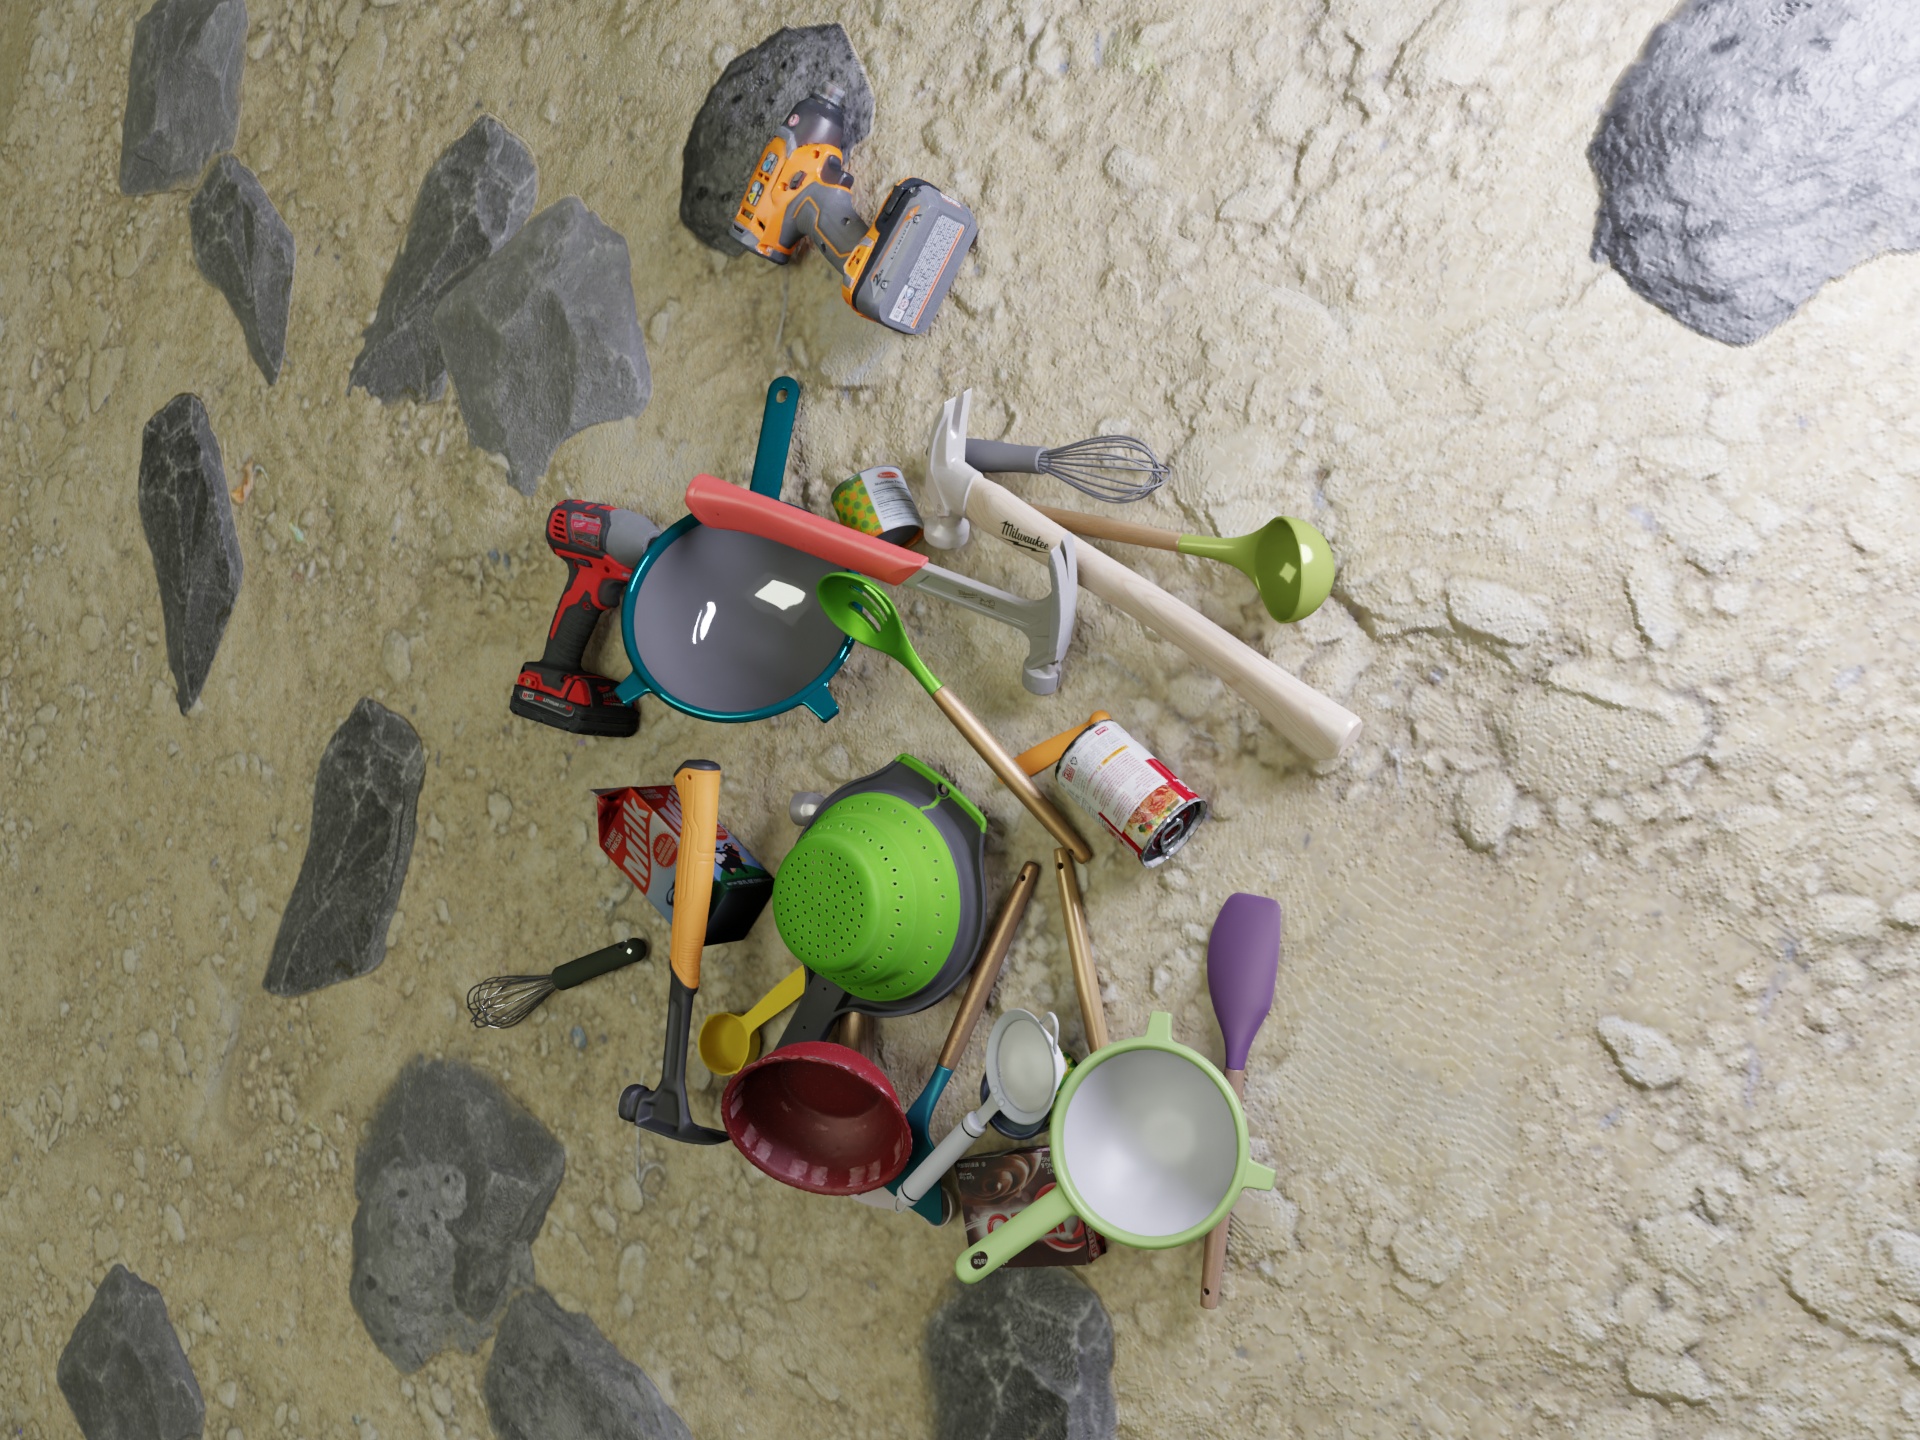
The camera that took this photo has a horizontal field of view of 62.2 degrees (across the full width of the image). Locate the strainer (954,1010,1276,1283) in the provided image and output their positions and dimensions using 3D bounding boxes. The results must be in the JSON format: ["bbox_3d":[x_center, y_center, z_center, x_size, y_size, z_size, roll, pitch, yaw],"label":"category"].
[{"bbox_3d":[0.106,0.347,1.201,0.256,0.069,0.152,-39,68,11],"label":"strainer"}]

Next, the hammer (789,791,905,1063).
[{"bbox_3d":[-0.089,0.227,1.391,0.130,0.031,0.331,-2,89,34],"label":"hammer"}]

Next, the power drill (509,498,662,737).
[{"bbox_3d":[-0.354,-0.100,1.548,0.143,0.078,0.219,15,94,32],"label":"power drill"}]

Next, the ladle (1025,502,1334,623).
[{"bbox_3d":[0.142,-0.139,1.230,0.320,0.062,0.078,17,116,35],"label":"ladle"}]

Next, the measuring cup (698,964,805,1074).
[{"bbox_3d":[-0.175,0.267,1.456,0.156,0.029,0.062,-40,68,14],"label":"measuring cup"}]

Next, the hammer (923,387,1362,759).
[{"bbox_3d":[0.130,-0.104,1.217,0.411,0.038,0.146,36,143,25],"label":"hammer"}]

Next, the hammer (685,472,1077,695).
[{"bbox_3d":[-0.072,-0.141,1.302,0.359,0.037,0.149,23,137,20],"label":"hammer"}]

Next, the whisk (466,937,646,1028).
[{"bbox_3d":[-0.407,0.262,1.597,0.246,0.058,0.059,-23,111,28],"label":"whisk"}]

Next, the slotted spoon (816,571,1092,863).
[{"bbox_3d":[-0.002,-0.004,1.290,0.314,0.031,0.070,48,142,4],"label":"slotted spoon"}]

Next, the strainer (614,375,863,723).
[{"bbox_3d":[-0.176,-0.142,1.424,0.211,0.095,0.341,4,68,8],"label":"strainer"}]

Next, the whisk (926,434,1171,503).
[{"bbox_3d":[0.064,-0.208,1.288,0.239,0.055,0.055,12,96,38],"label":"whisk"}]

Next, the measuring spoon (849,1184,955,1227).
[{"bbox_3d":[-0.050,0.412,1.375,0.124,0.018,0.034,-3,82,40],"label":"measuring spoon"}]

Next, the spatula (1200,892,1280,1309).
[{"bbox_3d":[0.203,0.288,1.204,0.060,0.018,0.316,6,92,38],"label":"spatula"}]

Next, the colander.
[{"bbox_3d":[-0.124,0.216,1.337,0.205,0.094,0.397,38,110,28],"label":"colander"}]

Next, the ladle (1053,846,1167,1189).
[{"bbox_3d":[0.111,0.255,1.262,0.069,0.031,0.315,-16,78,26],"label":"ladle"}]

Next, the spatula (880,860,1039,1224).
[{"bbox_3d":[0.003,0.264,1.326,0.082,0.044,0.317,26,96,35],"label":"spatula"}]

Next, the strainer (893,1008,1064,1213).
[{"bbox_3d":[0.016,0.310,1.244,0.258,0.050,0.087,-52,48,28],"label":"strainer"}]

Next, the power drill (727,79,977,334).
[{"bbox_3d":[-0.094,-0.448,1.378,0.227,0.084,0.164,39,109,32],"label":"power drill"}]

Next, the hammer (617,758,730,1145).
[{"bbox_3d":[-0.236,0.203,1.401,0.127,0.034,0.337,8,94,33],"label":"hammer"}]

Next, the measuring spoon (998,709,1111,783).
[{"bbox_3d":[0.074,0.023,1.297,0.117,0.011,0.021,-31,73,29],"label":"measuring spoon"}]
